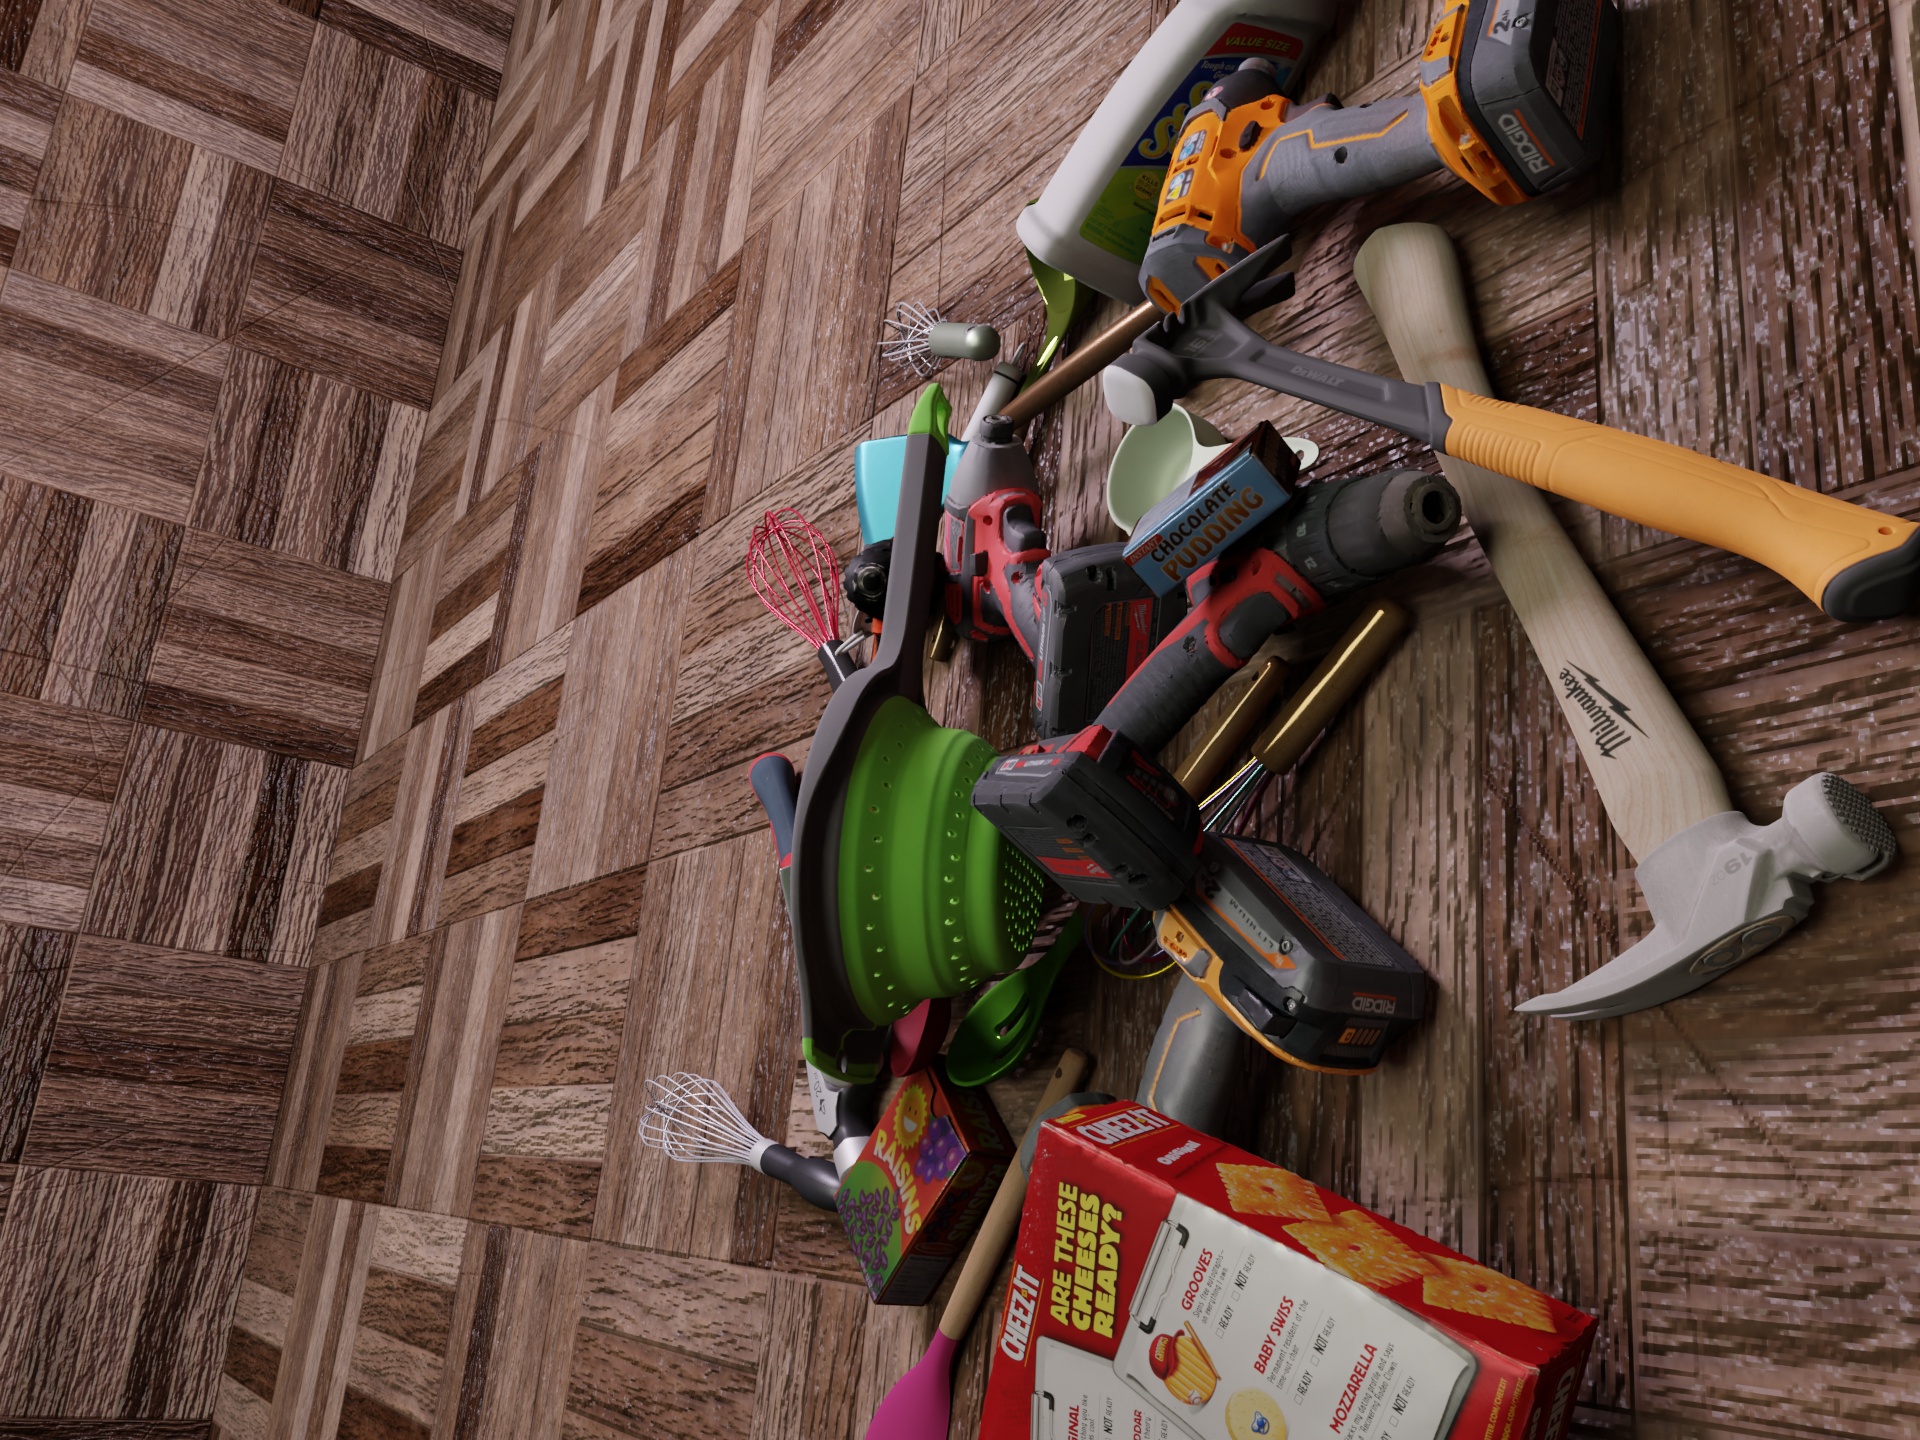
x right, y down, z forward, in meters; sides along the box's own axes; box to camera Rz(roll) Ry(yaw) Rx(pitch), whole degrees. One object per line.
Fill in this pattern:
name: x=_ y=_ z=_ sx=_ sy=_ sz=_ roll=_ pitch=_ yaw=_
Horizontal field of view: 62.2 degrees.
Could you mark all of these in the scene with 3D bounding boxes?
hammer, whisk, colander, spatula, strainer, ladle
hammer: x=-0.113 y=0.087 z=1.079 sx=0.387 sy=0.038 sz=0.143 roll=-123 pitch=21 yaw=-67
hammer: x=0.222 y=-0.121 z=0.653 sx=0.127 sy=0.034 sz=0.337 roll=-41 pitch=49 yaw=-23
whisk: x=-0.153 y=0.302 z=1.130 sx=0.285 sy=0.070 sz=0.070 roll=1 pitch=77 yaw=53
hammer: x=0.241 y=-0.072 z=0.697 sx=0.146 sy=0.038 sz=0.411 roll=-47 pitch=39 yaw=38
colander: x=-0.001 y=-0.003 z=0.864 sx=0.094 sy=0.204 sz=0.397 roll=1 pitch=72 yaw=16
spatula: x=0.036 y=-0.200 z=1.000 sx=0.317 sy=0.044 sz=0.082 roll=-28 pitch=63 yaw=50
strainer: x=-0.012 y=-0.150 z=1.130 sx=0.258 sy=0.050 sz=0.087 roll=-63 pitch=-11 yaw=7
whisk: x=-0.105 y=-0.065 z=1.227 sx=0.073 sy=0.073 sz=0.296 roll=-55 pitch=42 yaw=28
hammer: x=-0.005 y=0.132 z=0.991 sx=0.334 sy=0.035 sz=0.146 roll=-56 pitch=36 yaw=27
ladle: x=-0.060 y=0.118 z=1.025 sx=0.069 sy=0.031 sz=0.316 roll=-65 pitch=28 yaw=19
whisk: x=0.145 y=0.039 z=0.800 sx=0.047 sy=0.051 sz=0.245 roll=49 pitch=115 yaw=31
ladle: x=0.025 y=-0.193 z=1.079 sx=0.078 sy=0.062 sz=0.320 roll=41 pitch=114 yaw=64
whisk: x=-0.013 y=-0.273 z=1.147 sx=0.246 sy=0.058 sz=0.059 roll=-136 pitch=28 yaw=-70

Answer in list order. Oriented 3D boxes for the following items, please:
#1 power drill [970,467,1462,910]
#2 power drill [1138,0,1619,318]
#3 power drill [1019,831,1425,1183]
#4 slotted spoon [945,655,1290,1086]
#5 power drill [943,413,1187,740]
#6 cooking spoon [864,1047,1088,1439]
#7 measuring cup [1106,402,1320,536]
power drill: x=0.121 y=-0.024 z=0.735 sx=0.227 sy=0.080 sz=0.188 roll=-51 pitch=12 yaw=-15
power drill: x=0.198 y=-0.301 z=0.788 sx=0.226 sy=0.084 sz=0.164 roll=-11 pitch=53 yaw=46
power drill: x=0.121 y=0.189 z=0.726 sx=0.186 sy=0.084 sz=0.226 roll=51 pitch=123 yaw=51
slotted spoon: x=0.085 y=0.090 z=0.876 sx=0.313 sy=0.031 sz=0.070 roll=-56 pitch=20 yaw=23
power drill: x=0.048 y=-0.086 z=0.935 sx=0.220 sy=0.078 sz=0.143 roll=-128 pitch=35 yaw=-56
cooking spoon: x=0.004 y=0.325 z=0.901 sx=0.069 sy=0.017 sz=0.319 roll=41 pitch=111 yaw=56
measuring cup: x=0.146 y=-0.136 z=0.876 sx=0.168 sy=0.038 sz=0.083 roll=8 pitch=83 yaw=57
